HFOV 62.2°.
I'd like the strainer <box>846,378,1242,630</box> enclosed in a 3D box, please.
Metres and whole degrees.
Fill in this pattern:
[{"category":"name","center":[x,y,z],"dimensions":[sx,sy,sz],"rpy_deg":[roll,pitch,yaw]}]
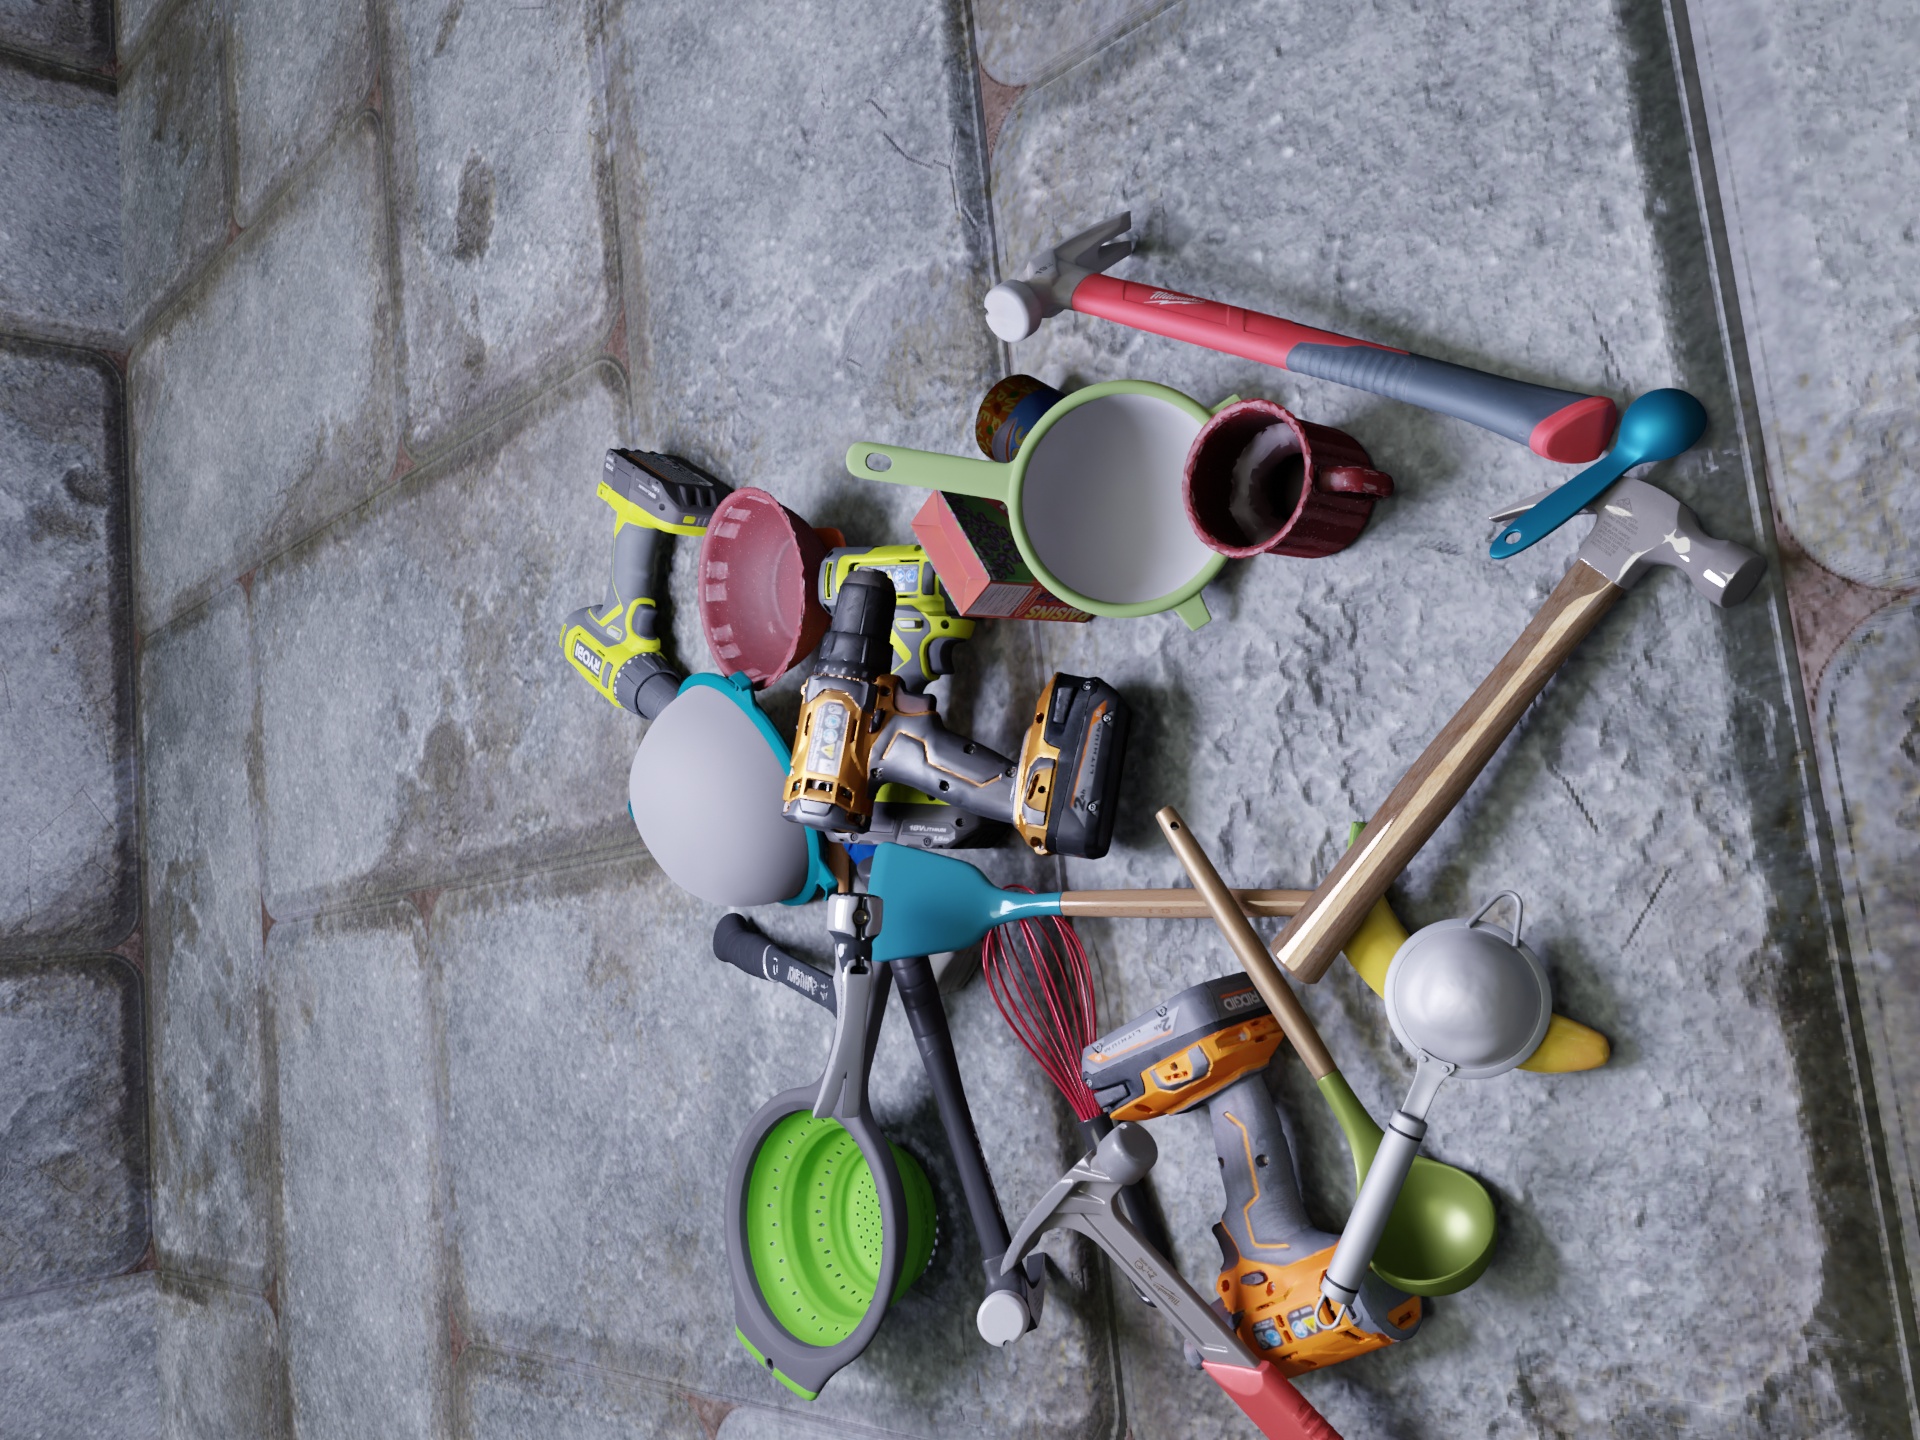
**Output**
[{"category":"strainer","center":[0.055,-0.153,1.041],"dimensions":[0.256,0.069,0.151],"rpy_deg":[9,100,3]}]

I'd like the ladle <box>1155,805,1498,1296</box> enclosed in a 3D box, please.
[{"category":"ladle","center":[0.201,0.182,0.930],"dimensions":[0.078,0.062,0.320],"rpy_deg":[-29,70,-4]}]

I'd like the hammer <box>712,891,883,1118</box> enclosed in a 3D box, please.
[{"category":"hammer","center":[-0.135,0.192,1.208],"dimensions":[0.409,0.036,0.149],"rpy_deg":[175,99,-70]}]

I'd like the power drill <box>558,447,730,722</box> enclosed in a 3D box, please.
[{"category":"power drill","center":[-0.284,-0.117,1.456],"dimensions":[0.191,0.080,0.228],"rpy_deg":[34,115,41]}]

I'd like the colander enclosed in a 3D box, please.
[{"category":"colander","center":[-0.067,0.303,1.208],"dimensions":[0.205,0.094,0.397],"rpy_deg":[19,97,47]}]

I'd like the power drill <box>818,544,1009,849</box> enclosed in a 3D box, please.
[{"category":"power drill","center":[-0.024,-0.019,1.171],"dimensions":[0.171,0.080,0.223],"rpy_deg":[1,87,26]}]

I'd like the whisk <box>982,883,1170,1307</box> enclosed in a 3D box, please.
[{"category":"whisk","center":[0.083,0.251,1.081],"dimensions":[0.073,0.073,0.296],"rpy_deg":[-31,74,41]}]

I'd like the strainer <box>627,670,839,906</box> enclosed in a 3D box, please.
[{"category":"strainer","center":[-0.243,0.080,1.354],"dimensions":[0.340,0.095,0.211],"rpy_deg":[-11,103,56]}]

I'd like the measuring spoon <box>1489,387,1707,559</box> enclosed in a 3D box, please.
[{"category":"measuring spoon","center":[0.326,-0.130,0.825],"dimensions":[0.128,0.021,0.042],"rpy_deg":[-38,42,9]}]

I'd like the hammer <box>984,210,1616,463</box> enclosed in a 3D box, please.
[{"category":"hammer","center":[0.206,-0.232,0.956],"dimensions":[0.387,0.143,0.038],"rpy_deg":[25,140,33]}]

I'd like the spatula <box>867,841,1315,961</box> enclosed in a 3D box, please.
[{"category":"spatula","center":[0.086,0.118,1.028],"dimensions":[0.317,0.044,0.082],"rpy_deg":[-4,72,28]}]

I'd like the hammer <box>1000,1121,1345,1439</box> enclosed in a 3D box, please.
[{"category":"hammer","center":[0.180,0.403,0.913],"dimensions":[0.359,0.036,0.149],"rpy_deg":[44,126,17]}]

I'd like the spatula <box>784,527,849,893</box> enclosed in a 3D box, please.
[{"category":"spatula","center":[-0.106,0.007,1.292],"dimensions":[0.081,0.041,0.322],"rpy_deg":[-1,89,50]}]

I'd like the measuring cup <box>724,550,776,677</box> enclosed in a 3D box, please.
[{"category":"measuring cup","center":[-0.197,-0.088,1.379],"dimensions":[0.095,0.052,0.173],"rpy_deg":[39,114,39]}]

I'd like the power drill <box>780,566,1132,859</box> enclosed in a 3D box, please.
[{"category":"power drill","center":[-0.002,-0.003,1.084],"dimensions":[0.226,0.084,0.185],"rpy_deg":[8,83,15]}]

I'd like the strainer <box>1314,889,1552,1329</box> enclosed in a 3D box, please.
[{"category":"strainer","center":[0.245,0.211,0.854],"dimensions":[0.087,0.050,0.258],"rpy_deg":[23,94,25]}]

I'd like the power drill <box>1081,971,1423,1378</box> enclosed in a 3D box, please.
[{"category":"power drill","center":[0.164,0.289,0.978],"dimensions":[0.164,0.084,0.227],"rpy_deg":[-40,66,37]}]

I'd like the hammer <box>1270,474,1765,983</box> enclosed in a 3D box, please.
[{"category":"hammer","center":[0.277,0.011,0.877],"dimensions":[0.331,0.031,0.130],"rpy_deg":[-56,49,19]}]

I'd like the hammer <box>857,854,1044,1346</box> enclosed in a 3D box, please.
[{"category":"hammer","center":[-0.009,0.249,1.098],"dimensions":[0.035,0.146,0.335],"rpy_deg":[-19,77,5]}]
